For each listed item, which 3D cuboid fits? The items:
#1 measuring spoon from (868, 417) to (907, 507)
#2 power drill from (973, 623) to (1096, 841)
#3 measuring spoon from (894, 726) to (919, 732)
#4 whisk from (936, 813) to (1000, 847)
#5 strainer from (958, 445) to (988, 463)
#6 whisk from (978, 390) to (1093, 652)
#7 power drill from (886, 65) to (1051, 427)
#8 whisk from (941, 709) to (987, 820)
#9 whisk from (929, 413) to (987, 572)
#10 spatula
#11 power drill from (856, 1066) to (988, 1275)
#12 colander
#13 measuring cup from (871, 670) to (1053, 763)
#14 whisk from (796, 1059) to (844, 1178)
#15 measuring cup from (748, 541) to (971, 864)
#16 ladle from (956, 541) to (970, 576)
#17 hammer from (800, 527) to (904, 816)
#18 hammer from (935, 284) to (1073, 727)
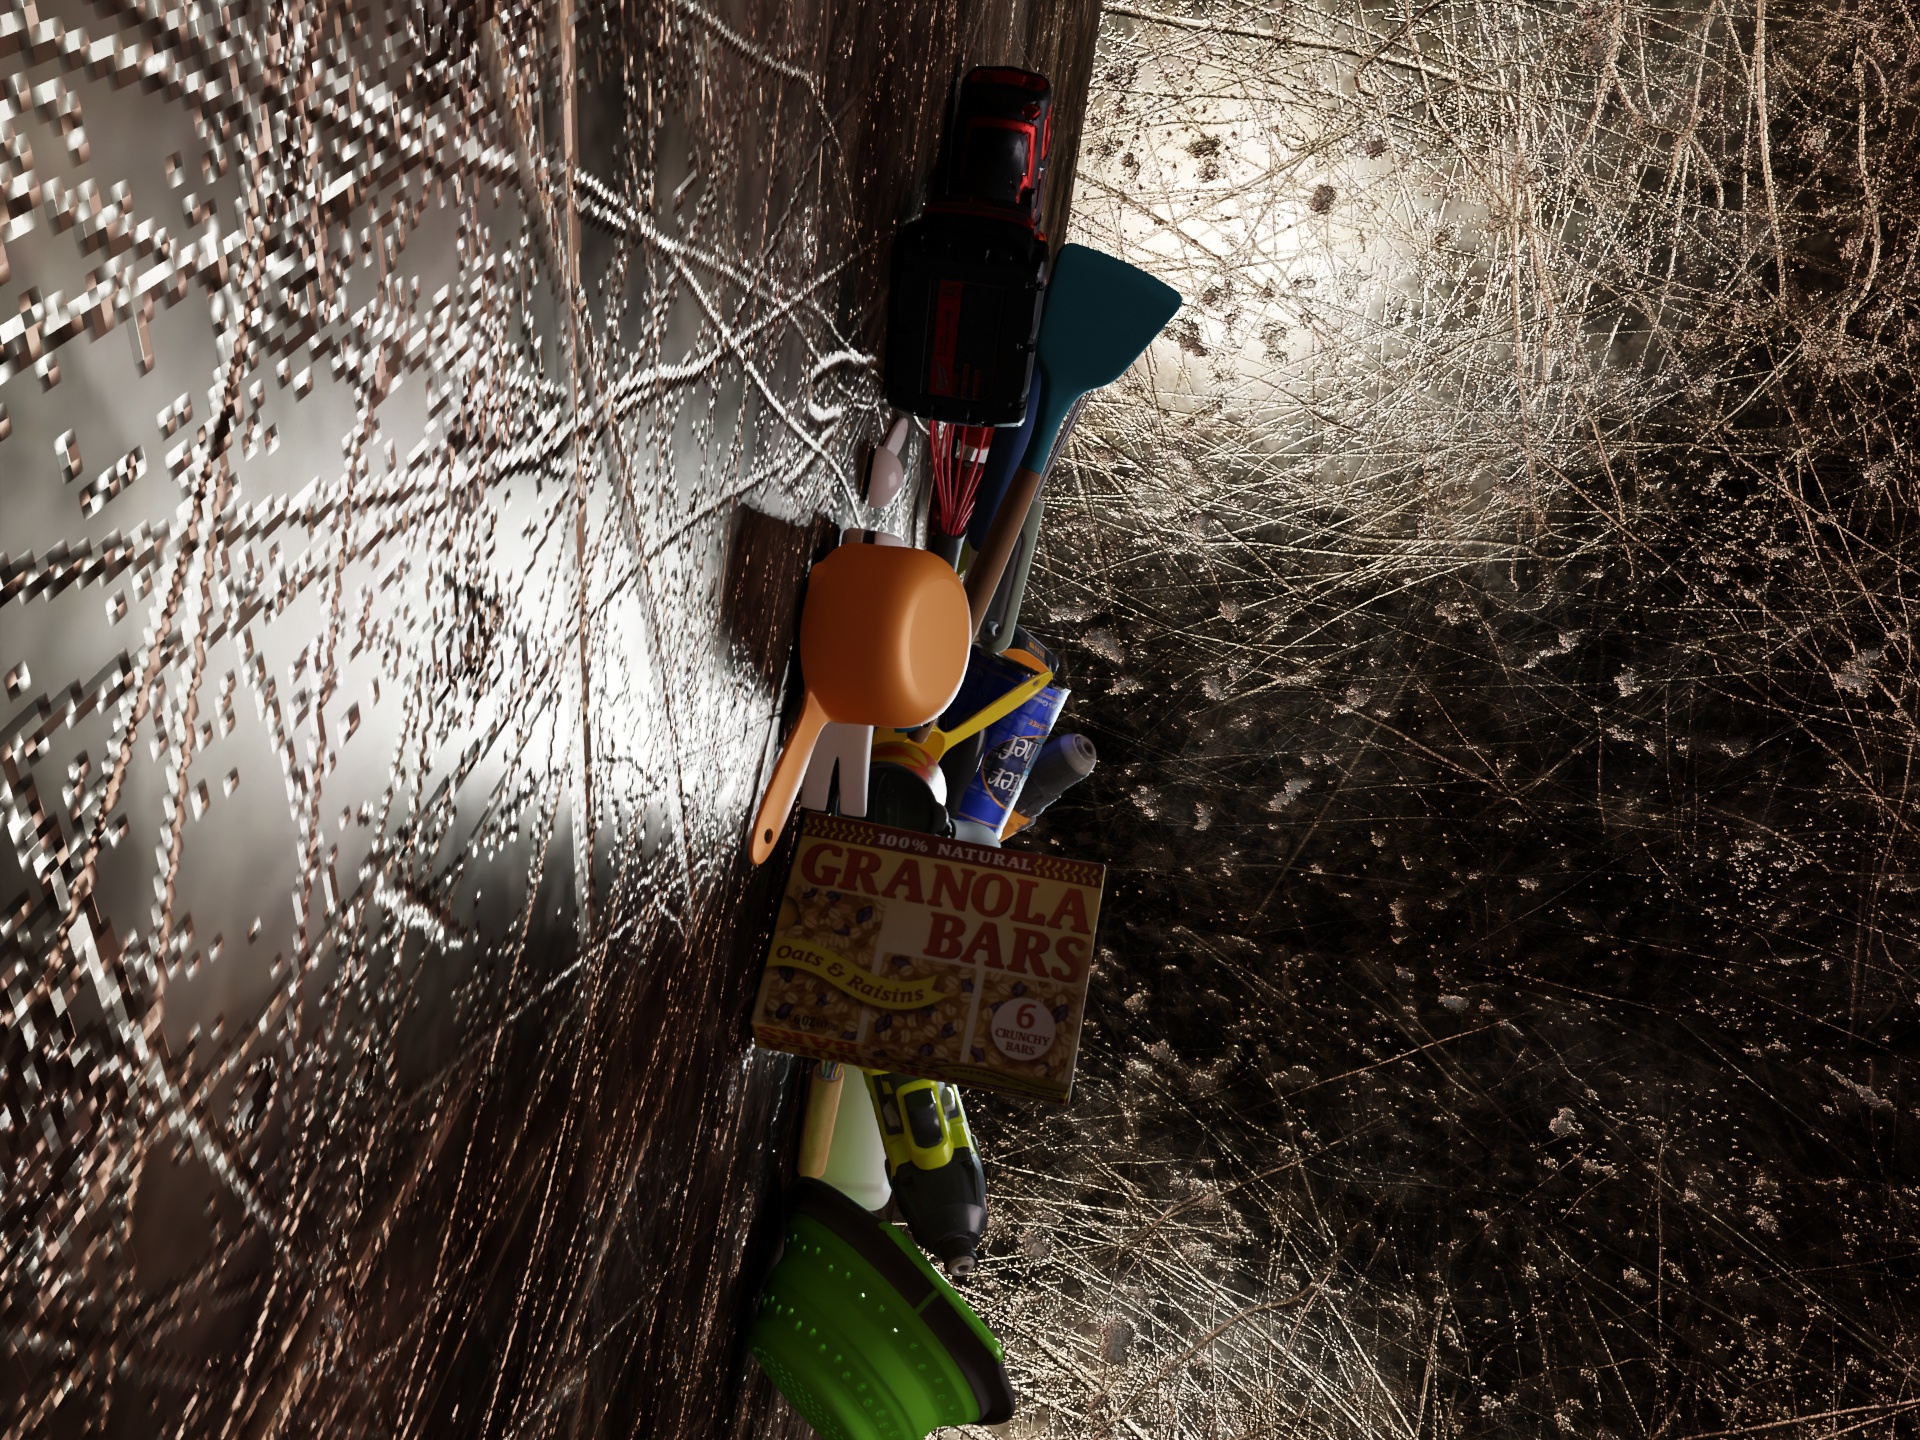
[{"bbox_3d":[-0.035,-0.153,0.917,0.124,0.018,0.034,-76,175,-64],"label":"measuring spoon"},{"bbox_3d":[0.044,0.010,1.454,0.185,0.084,0.226,-33,-145,30],"label":"power drill"},{"bbox_3d":[-0.017,-0.044,0.926,0.042,0.021,0.129,96,5,-48],"label":"measuring spoon"},{"bbox_3d":[-0.011,0.083,1.159,0.238,0.055,0.055,26,74,-70],"label":"whisk"},{"bbox_3d":[0.025,-0.299,1.399,0.087,0.050,0.259,136,-36,-68],"label":"strainer"},{"bbox_3d":[0.052,-0.170,1.169,0.059,0.058,0.246,11,93,-64],"label":"whisk"},{"bbox_3d":[0.013,-0.271,0.924,0.220,0.078,0.143,-81,179,-46],"label":"power drill"},{"bbox_3d":[-0.030,0.123,1.265,0.070,0.070,0.284,-69,177,-74],"label":"whisk"},{"bbox_3d":[-0.003,-0.158,1.190,0.295,0.073,0.073,106,-2,-48],"label":"whisk"},{"bbox_3d":[0.033,-0.129,0.977,0.317,0.082,0.044,-67,-163,8],"label":"spatula"},{"bbox_3d":[-0.028,0.207,0.944,0.171,0.080,0.223,-112,-170,-50],"label":"power drill"},{"bbox_3d":[-0.093,0.431,1.092,0.094,0.204,0.397,-40,174,-27],"label":"colander"},{"bbox_3d":[-0.002,-0.004,1.120,0.156,0.029,0.062,-31,149,-24],"label":"measuring cup"},{"bbox_3d":[-0.084,0.224,1.072,0.051,0.047,0.244,-77,179,-59],"label":"whisk"},{"bbox_3d":[-0.045,-0.006,0.732,0.095,0.052,0.174,62,41,-48],"label":"measuring cup"},{"bbox_3d":[-0.015,-0.032,1.376,0.078,0.062,0.320,-137,-121,-75],"label":"ladle"},{"bbox_3d":[-0.048,-0.026,0.962,0.335,0.035,0.146,-18,117,-87],"label":"hammer"},{"bbox_3d":[0.012,-0.113,1.112,0.144,0.035,0.405,-89,-168,-45],"label":"hammer"}]
